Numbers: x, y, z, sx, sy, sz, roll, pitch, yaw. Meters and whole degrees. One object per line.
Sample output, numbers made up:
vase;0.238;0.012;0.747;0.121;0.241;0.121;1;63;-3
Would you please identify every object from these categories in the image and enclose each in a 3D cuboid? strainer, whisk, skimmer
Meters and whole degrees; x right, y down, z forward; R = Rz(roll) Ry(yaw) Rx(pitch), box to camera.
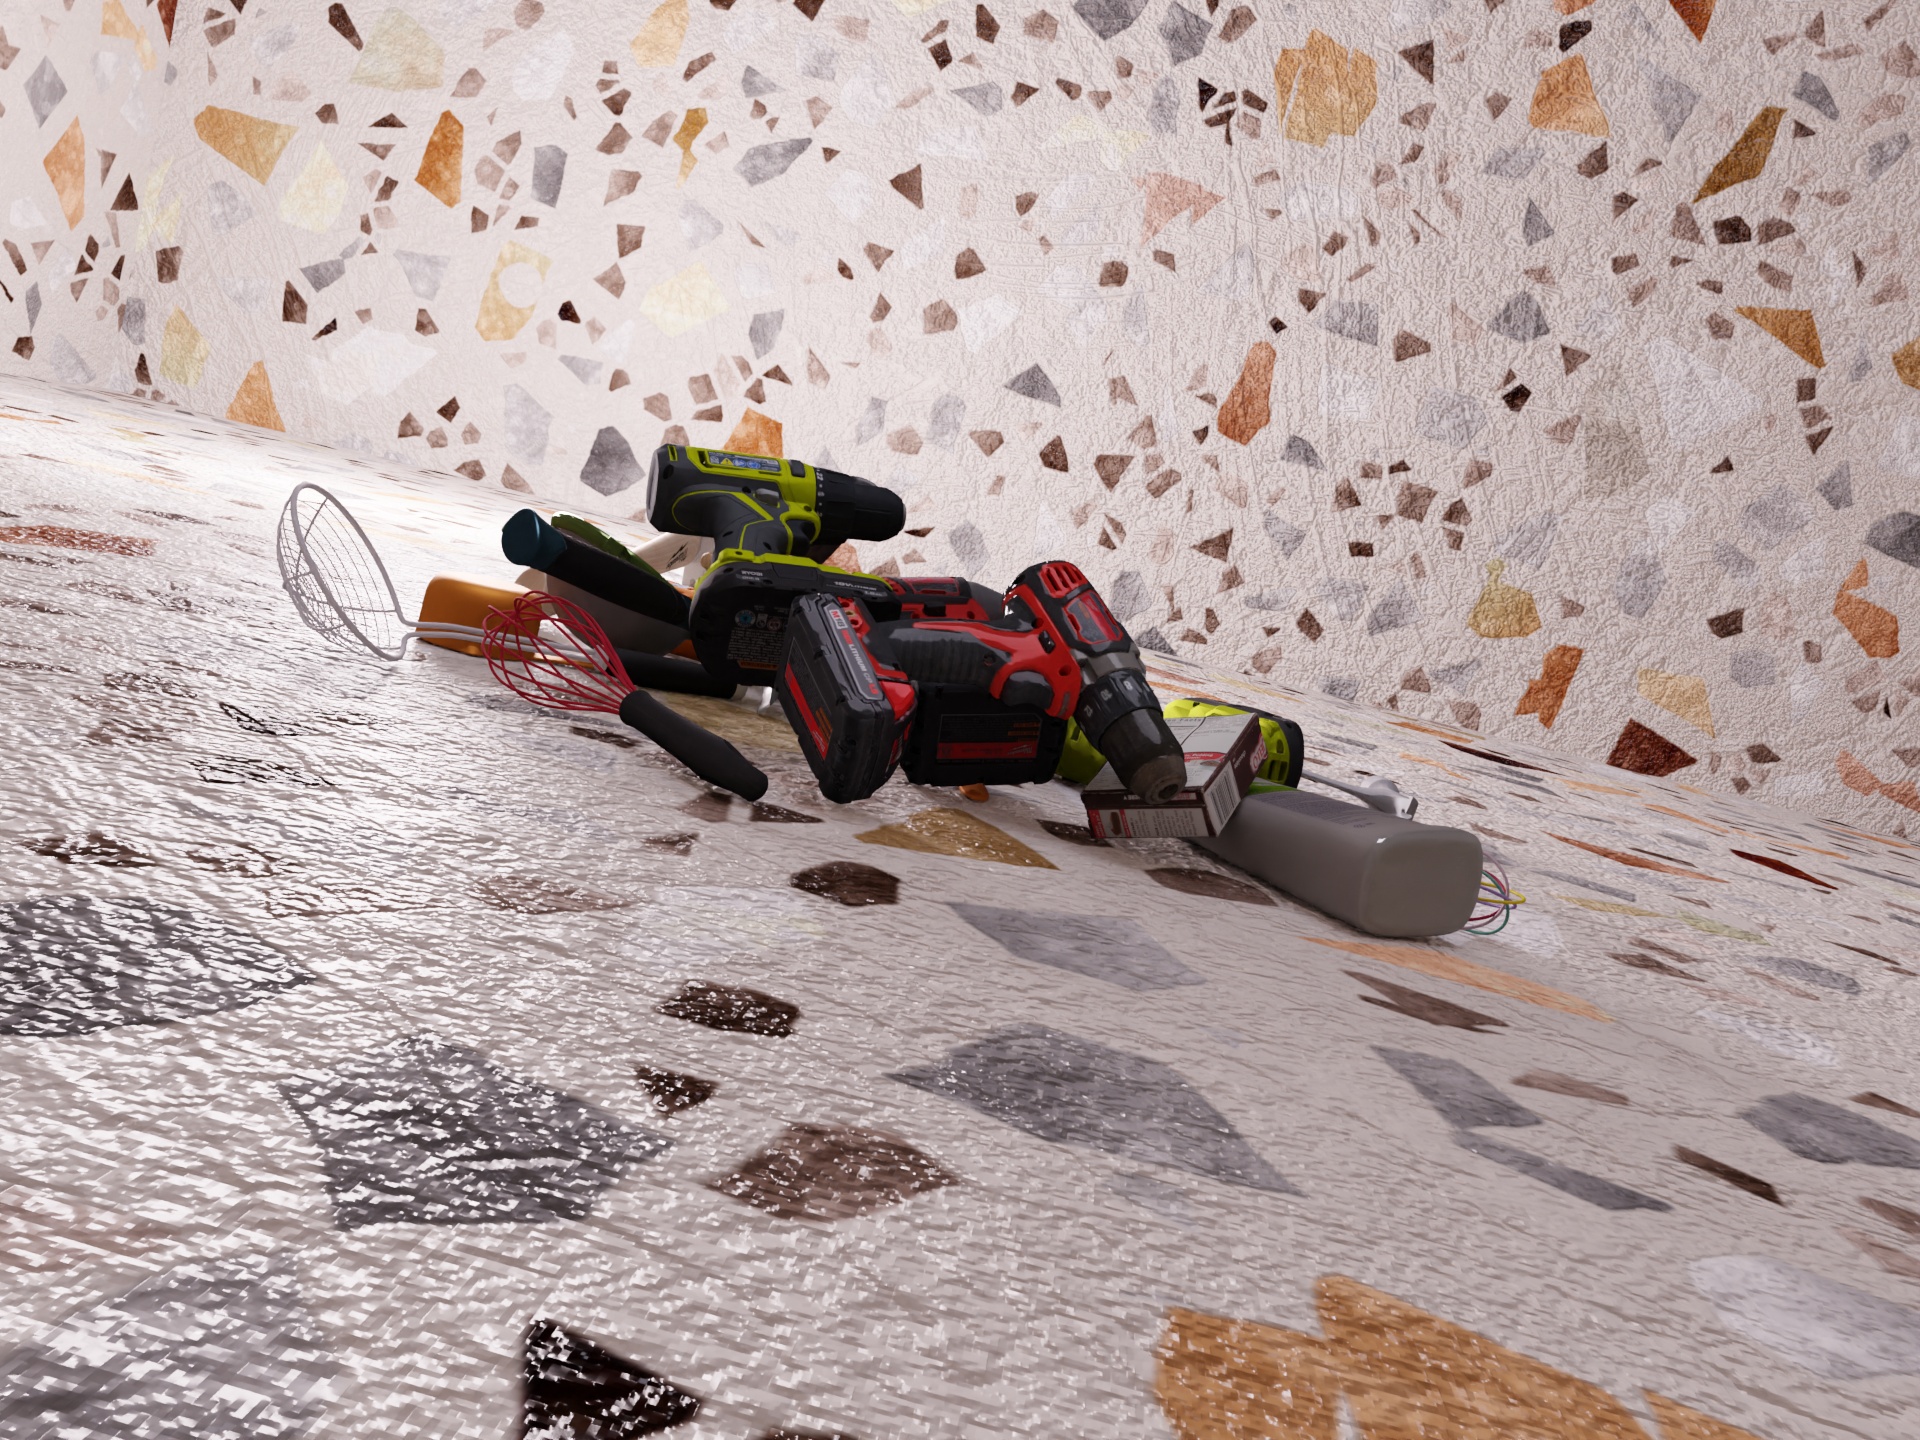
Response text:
strainer;-0.317;-0.109;1.295;0.257;0.069;0.151;23;-18;40
whisk;-0.210;-0.015;0.975;0.073;0.073;0.296;6;17;-47
skimmer;-0.298;-0.074;1.119;0.363;0.090;0.127;11;40;-36
whisk;0.270;0.095;1.085;0.047;0.051;0.245;-35;32;-32

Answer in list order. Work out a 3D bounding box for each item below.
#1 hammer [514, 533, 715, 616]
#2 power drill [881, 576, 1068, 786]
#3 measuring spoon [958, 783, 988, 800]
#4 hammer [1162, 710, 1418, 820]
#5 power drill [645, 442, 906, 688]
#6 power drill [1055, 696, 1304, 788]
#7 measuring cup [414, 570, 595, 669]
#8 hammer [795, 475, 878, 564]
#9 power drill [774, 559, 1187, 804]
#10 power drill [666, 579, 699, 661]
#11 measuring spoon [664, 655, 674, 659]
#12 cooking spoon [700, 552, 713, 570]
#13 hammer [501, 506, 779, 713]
hammer;-0.328;-0.138;1.557;0.038;0.146;0.411;14;17;10
power drill;0.000;-0.041;1.153;0.143;0.078;0.220;-1;29;-15
measuring spoon;0.009;0.040;1.119;0.021;0.011;0.117;13;8;-5
hammer;0.226;0.017;1.449;0.405;0.035;0.144;19;7;-4
power drill;-0.115;-0.116;1.115;0.190;0.080;0.229;5;34;-19
power drill;0.160;0.023;1.294;0.223;0.080;0.171;2;12;-45
measuring cup;-0.318;-0.073;1.201;0.173;0.052;0.095;11;8;-15
hammer;-0.146;-0.158;1.572;0.146;0.035;0.334;32;-26;-12
power drill;0.018;-0.012;0.982;0.226;0.080;0.188;-9;51;-26
power drill;-0.224;-0.100;1.486;0.164;0.084;0.226;16;11;21
measuring spoon;-0.227;-0.047;1.311;0.034;0.018;0.124;8;9;-35
cooking spoon;-0.135;-0.092;1.447;0.017;0.069;0.318;-28;-27;20
hammer;-0.210;-0.084;1.121;0.128;0.033;0.330;60;14;21
